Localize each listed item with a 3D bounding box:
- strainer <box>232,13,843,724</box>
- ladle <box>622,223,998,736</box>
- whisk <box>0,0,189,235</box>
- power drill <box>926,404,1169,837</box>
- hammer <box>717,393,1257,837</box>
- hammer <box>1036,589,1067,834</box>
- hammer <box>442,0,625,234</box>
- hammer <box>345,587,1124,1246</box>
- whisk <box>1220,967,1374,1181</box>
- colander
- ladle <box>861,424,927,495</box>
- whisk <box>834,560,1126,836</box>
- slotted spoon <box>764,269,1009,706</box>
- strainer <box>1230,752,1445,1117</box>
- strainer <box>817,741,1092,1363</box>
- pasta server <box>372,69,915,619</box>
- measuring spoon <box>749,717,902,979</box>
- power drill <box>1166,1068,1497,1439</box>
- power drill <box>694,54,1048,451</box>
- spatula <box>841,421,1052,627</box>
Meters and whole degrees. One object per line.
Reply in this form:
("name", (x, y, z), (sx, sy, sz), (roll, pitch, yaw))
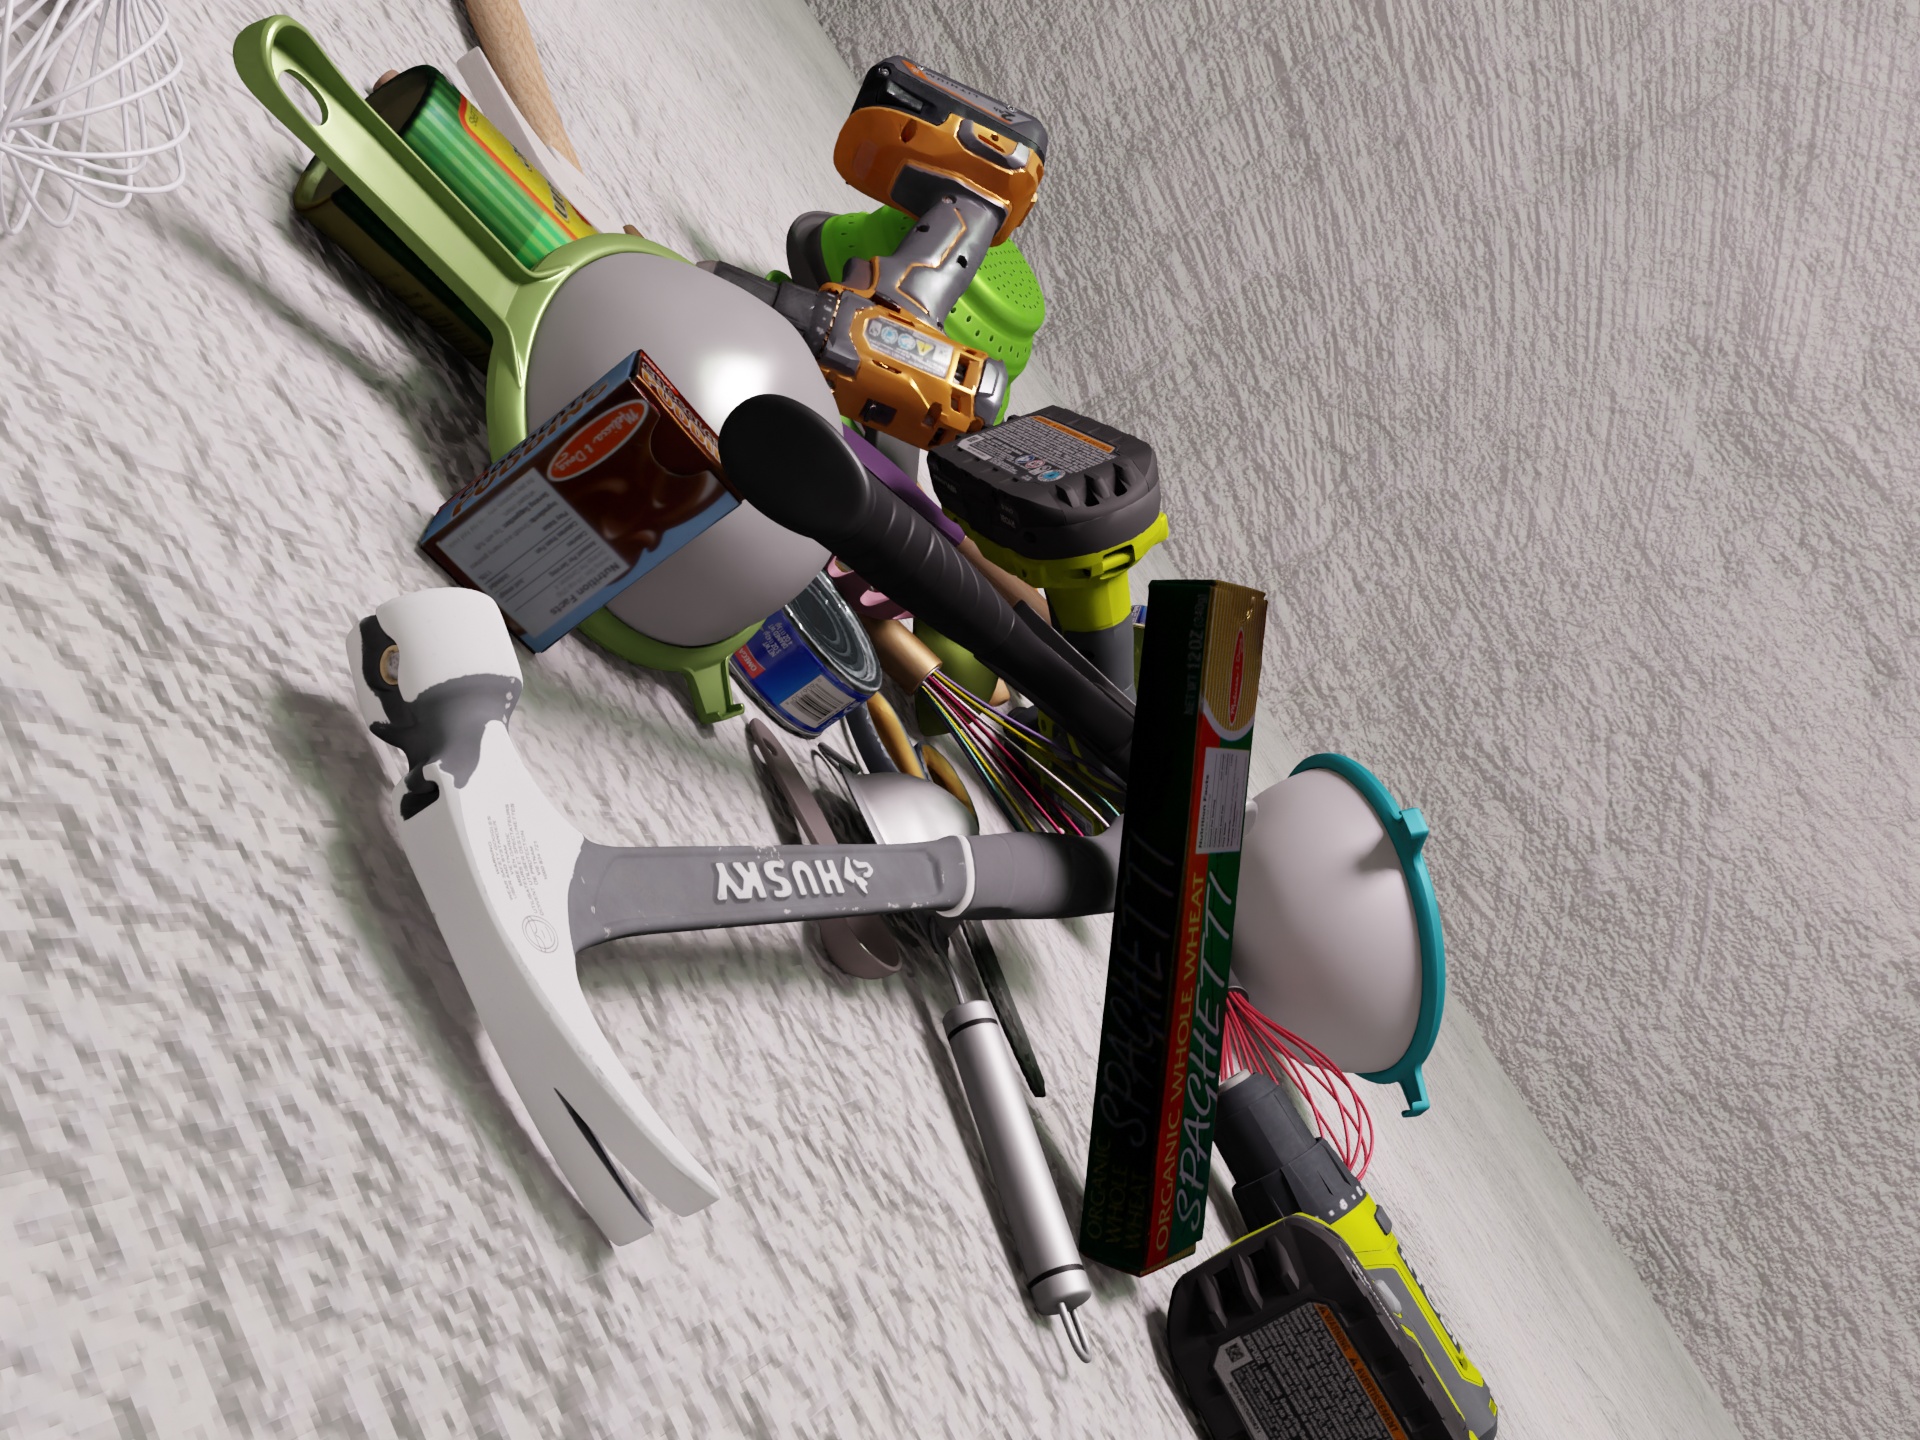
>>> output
("strainer", (-0.106, -0.120, 0.498), (0.256, 0.069, 0.152), (46, 48, -48))
("ladle", (-0.088, -0.127, 0.810), (0.320, 0.062, 0.078), (51, 1, 10))
("whisk", (-0.237, -0.202, 0.434), (0.070, 0.070, 0.285), (44, 13, -39))
("power drill", (0.054, -0.039, 0.821), (0.171, 0.080, 0.223), (40, -32, 55))
("hammer", (0.010, -0.035, 0.581), (0.146, 0.035, 0.334), (43, 5, 28))
("hammer", (0.058, -0.037, 1.023), (0.127, 0.034, 0.337), (32, 32, -53))
("hammer", (-0.233, -0.346, 0.818), (0.129, 0.031, 0.332), (38, 22, -53))
("hammer", (-0.009, 0.054, 0.511), (0.408, 0.036, 0.149), (8, 56, -61))
("whisk", (0.161, 0.173, 0.910), (0.073, 0.073, 0.296), (48, 9, -28))
("colander", (-0.013, -0.226, 0.996), (0.204, 0.094, 0.398), (38, 33, -28))
("ladle", (-0.035, -0.152, 1.059), (0.315, 0.031, 0.069), (59, 13, 7))
("whisk", (-0.002, -0.001, 0.729), (0.245, 0.051, 0.047), (44, -19, 6))
("slotted spoon", (-0.050, -0.144, 0.983), (0.314, 0.031, 0.070), (61, 21, 12))
("strainer", (0.190, 0.117, 1.061), (0.341, 0.095, 0.211), (-144, -133, -69))
("strainer", (0.003, 0.102, 0.573), (0.086, 0.050, 0.259), (61, 6, -56))
("pasta server", (-0.123, -0.155, 0.680), (0.316, 0.040, 0.060), (46, 32, -12))
("measuring spoon", (-0.055, 0.045, 0.564), (0.034, 0.018, 0.124), (39, 15, -50))
("power drill", (0.153, 0.247, 0.667), (0.191, 0.080, 0.228), (60, 11, 12))
("power drill", (-0.050, -0.271, 0.911), (0.185, 0.084, 0.226), (20, 63, -13))
("spatula", (0.009, -0.094, 0.907), (0.315, 0.018, 0.060), (37, 14, -48))
